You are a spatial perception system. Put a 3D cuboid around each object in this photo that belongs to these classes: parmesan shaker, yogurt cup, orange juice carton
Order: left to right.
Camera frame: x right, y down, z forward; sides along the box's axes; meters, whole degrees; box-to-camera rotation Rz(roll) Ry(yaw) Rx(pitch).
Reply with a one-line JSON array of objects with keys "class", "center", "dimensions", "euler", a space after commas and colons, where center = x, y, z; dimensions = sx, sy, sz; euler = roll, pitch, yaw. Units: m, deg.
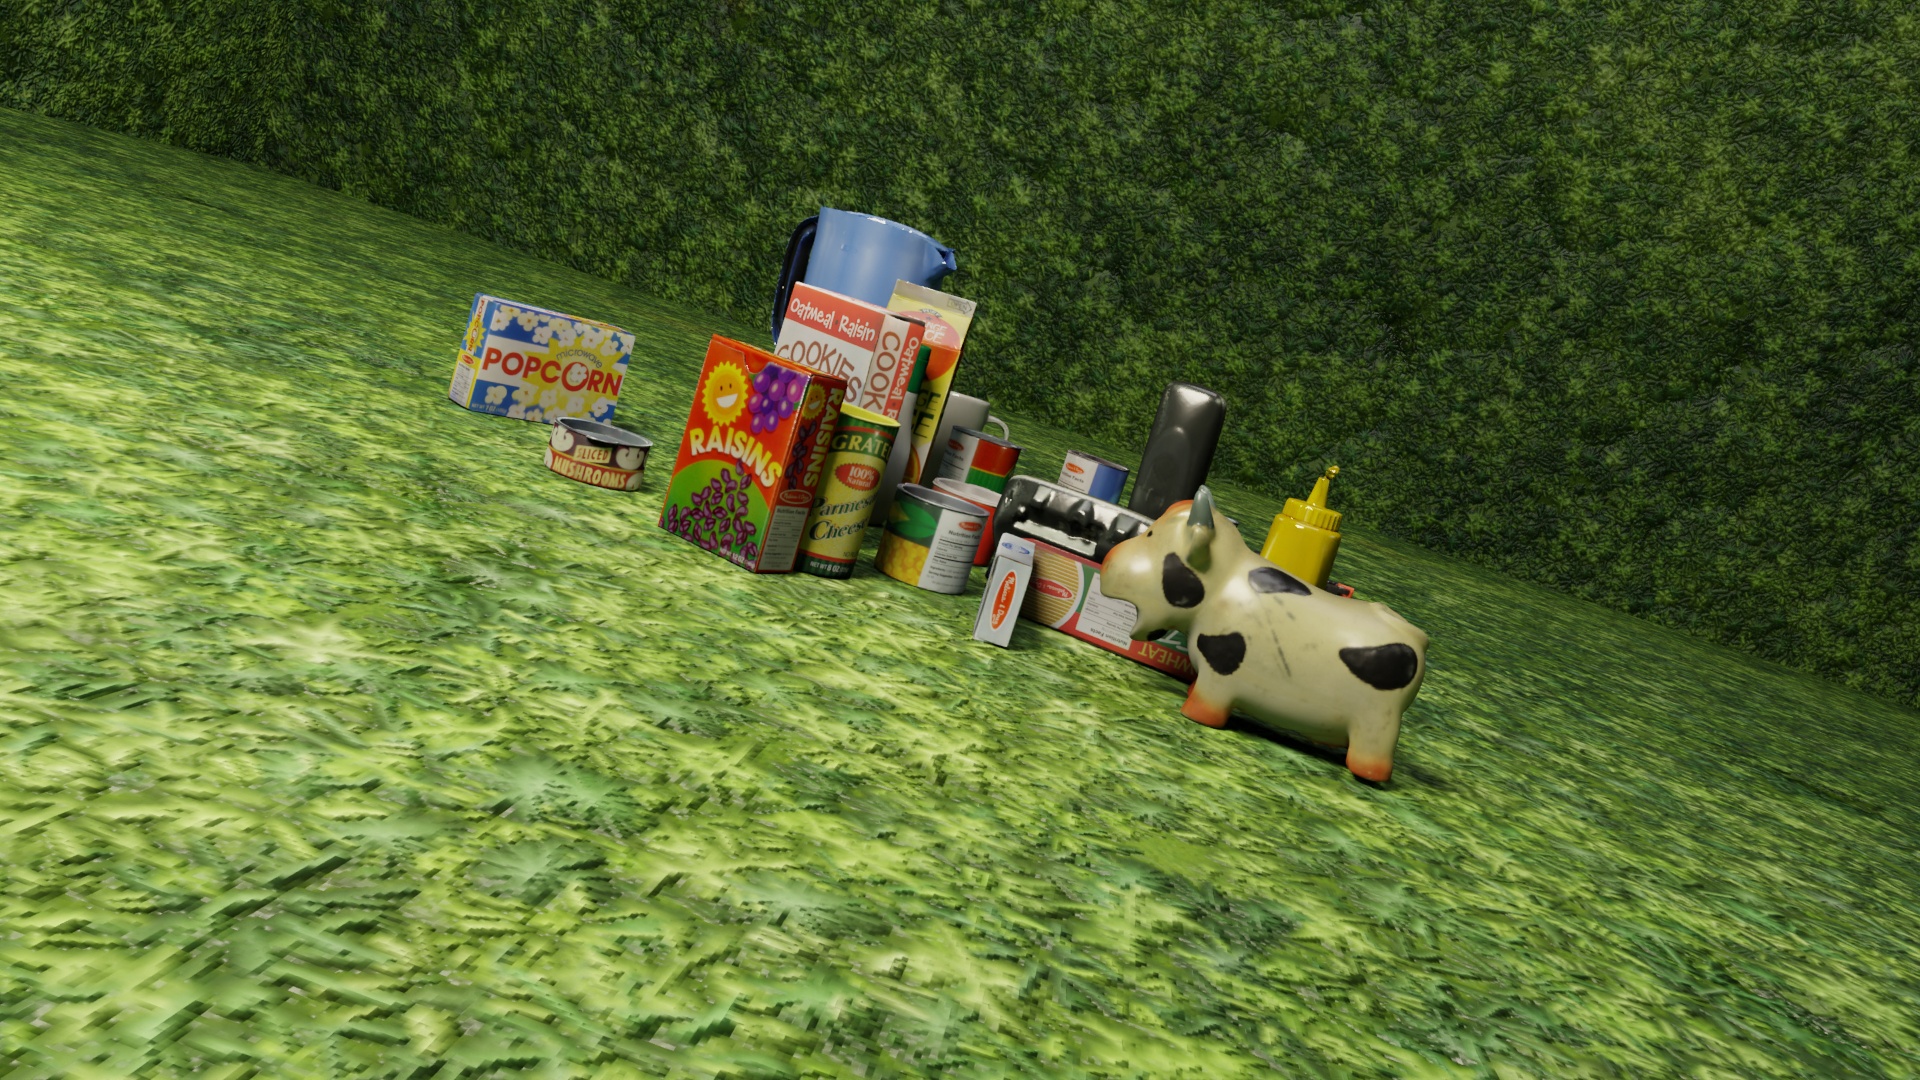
[{"class": "parmesan shaker", "center": [-0.083, -0.034, 0.878], "dimensions": [0.071, 0.103, 0.071], "euler": [18, 8, -3]}, {"class": "orange juice carton", "center": [-0.048, -0.118, 1.172], "dimensions": [0.072, 0.192, 0.073], "euler": [18, 8, 0]}, {"class": "yogurt cup", "center": [0.004, -0.014, 1.084], "dimensions": [0.072, 0.054, 0.072], "euler": [18, 9, -3]}]

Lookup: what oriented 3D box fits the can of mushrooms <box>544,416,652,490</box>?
[{"class": "can of mushrooms", "center": [-0.244, -0.058, 0.935], "dimensions": [0.071, 0.033, 0.071], "euler": [18, 9, -3]}]

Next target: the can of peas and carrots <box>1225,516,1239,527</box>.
[{"class": "can of peas and carrots", "center": [0.262, -0.003, 1.515], "dimensions": [0.071, 0.058, 0.071], "euler": [18, 9, -3]}]

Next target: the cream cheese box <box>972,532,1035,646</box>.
[{"class": "cream cheese box", "center": [0.028, 0.029, 0.869], "dimensions": [0.024, 0.053, 0.104], "euler": [18, 9, 1]}]

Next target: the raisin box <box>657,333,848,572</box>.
[{"class": "raisin box", "center": [-0.126, -0.052, 0.837], "dimensions": [0.086, 0.123, 0.040], "euler": [23, 10, 32]}]

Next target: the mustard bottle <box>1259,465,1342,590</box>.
[{"class": "mustard bottle", "center": [0.229, 0.023, 0.962], "dimensions": [0.049, 0.160, 0.065], "euler": [21, 9, 22]}]

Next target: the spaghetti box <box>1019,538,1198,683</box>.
[{"class": "spaghetti box", "center": [0.144, 0.063, 0.903], "dimensions": [0.250, 0.050, 0.029], "euler": [21, 9, 20]}]

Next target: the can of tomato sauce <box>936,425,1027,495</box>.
[{"class": "can of tomato sauce", "center": [0.014, -0.055, 1.259], "dimensions": [0.071, 0.083, 0.071], "euler": [18, 8, -3]}]

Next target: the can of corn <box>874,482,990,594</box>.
[{"class": "can of corn", "center": [-0.022, -0.002, 0.947], "dimensions": [0.071, 0.058, 0.071], "euler": [18, 9, -3]}]

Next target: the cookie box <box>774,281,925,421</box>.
[{"class": "cookie box", "center": [-0.097, -0.093, 1.004], "dimensions": [0.040, 0.167, 0.123], "euler": [11, 11, -41]}]

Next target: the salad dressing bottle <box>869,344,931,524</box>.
[{"class": "salad dressing bottle", "center": [-0.062, -0.088, 1.106], "dimensions": [0.044, 0.147, 0.064], "euler": [12, 10, -37]}]

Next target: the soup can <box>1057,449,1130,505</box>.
[{"class": "soup can", "center": [0.130, -0.042, 1.412], "dimensions": [0.071, 0.083, 0.071], "euler": [18, 8, -3]}]

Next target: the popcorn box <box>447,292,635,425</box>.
[{"class": "popcorn box", "center": [-0.325, -0.136, 1.084], "dimensions": [0.038, 0.085, 0.127], "euler": [25, 11, 40]}]
